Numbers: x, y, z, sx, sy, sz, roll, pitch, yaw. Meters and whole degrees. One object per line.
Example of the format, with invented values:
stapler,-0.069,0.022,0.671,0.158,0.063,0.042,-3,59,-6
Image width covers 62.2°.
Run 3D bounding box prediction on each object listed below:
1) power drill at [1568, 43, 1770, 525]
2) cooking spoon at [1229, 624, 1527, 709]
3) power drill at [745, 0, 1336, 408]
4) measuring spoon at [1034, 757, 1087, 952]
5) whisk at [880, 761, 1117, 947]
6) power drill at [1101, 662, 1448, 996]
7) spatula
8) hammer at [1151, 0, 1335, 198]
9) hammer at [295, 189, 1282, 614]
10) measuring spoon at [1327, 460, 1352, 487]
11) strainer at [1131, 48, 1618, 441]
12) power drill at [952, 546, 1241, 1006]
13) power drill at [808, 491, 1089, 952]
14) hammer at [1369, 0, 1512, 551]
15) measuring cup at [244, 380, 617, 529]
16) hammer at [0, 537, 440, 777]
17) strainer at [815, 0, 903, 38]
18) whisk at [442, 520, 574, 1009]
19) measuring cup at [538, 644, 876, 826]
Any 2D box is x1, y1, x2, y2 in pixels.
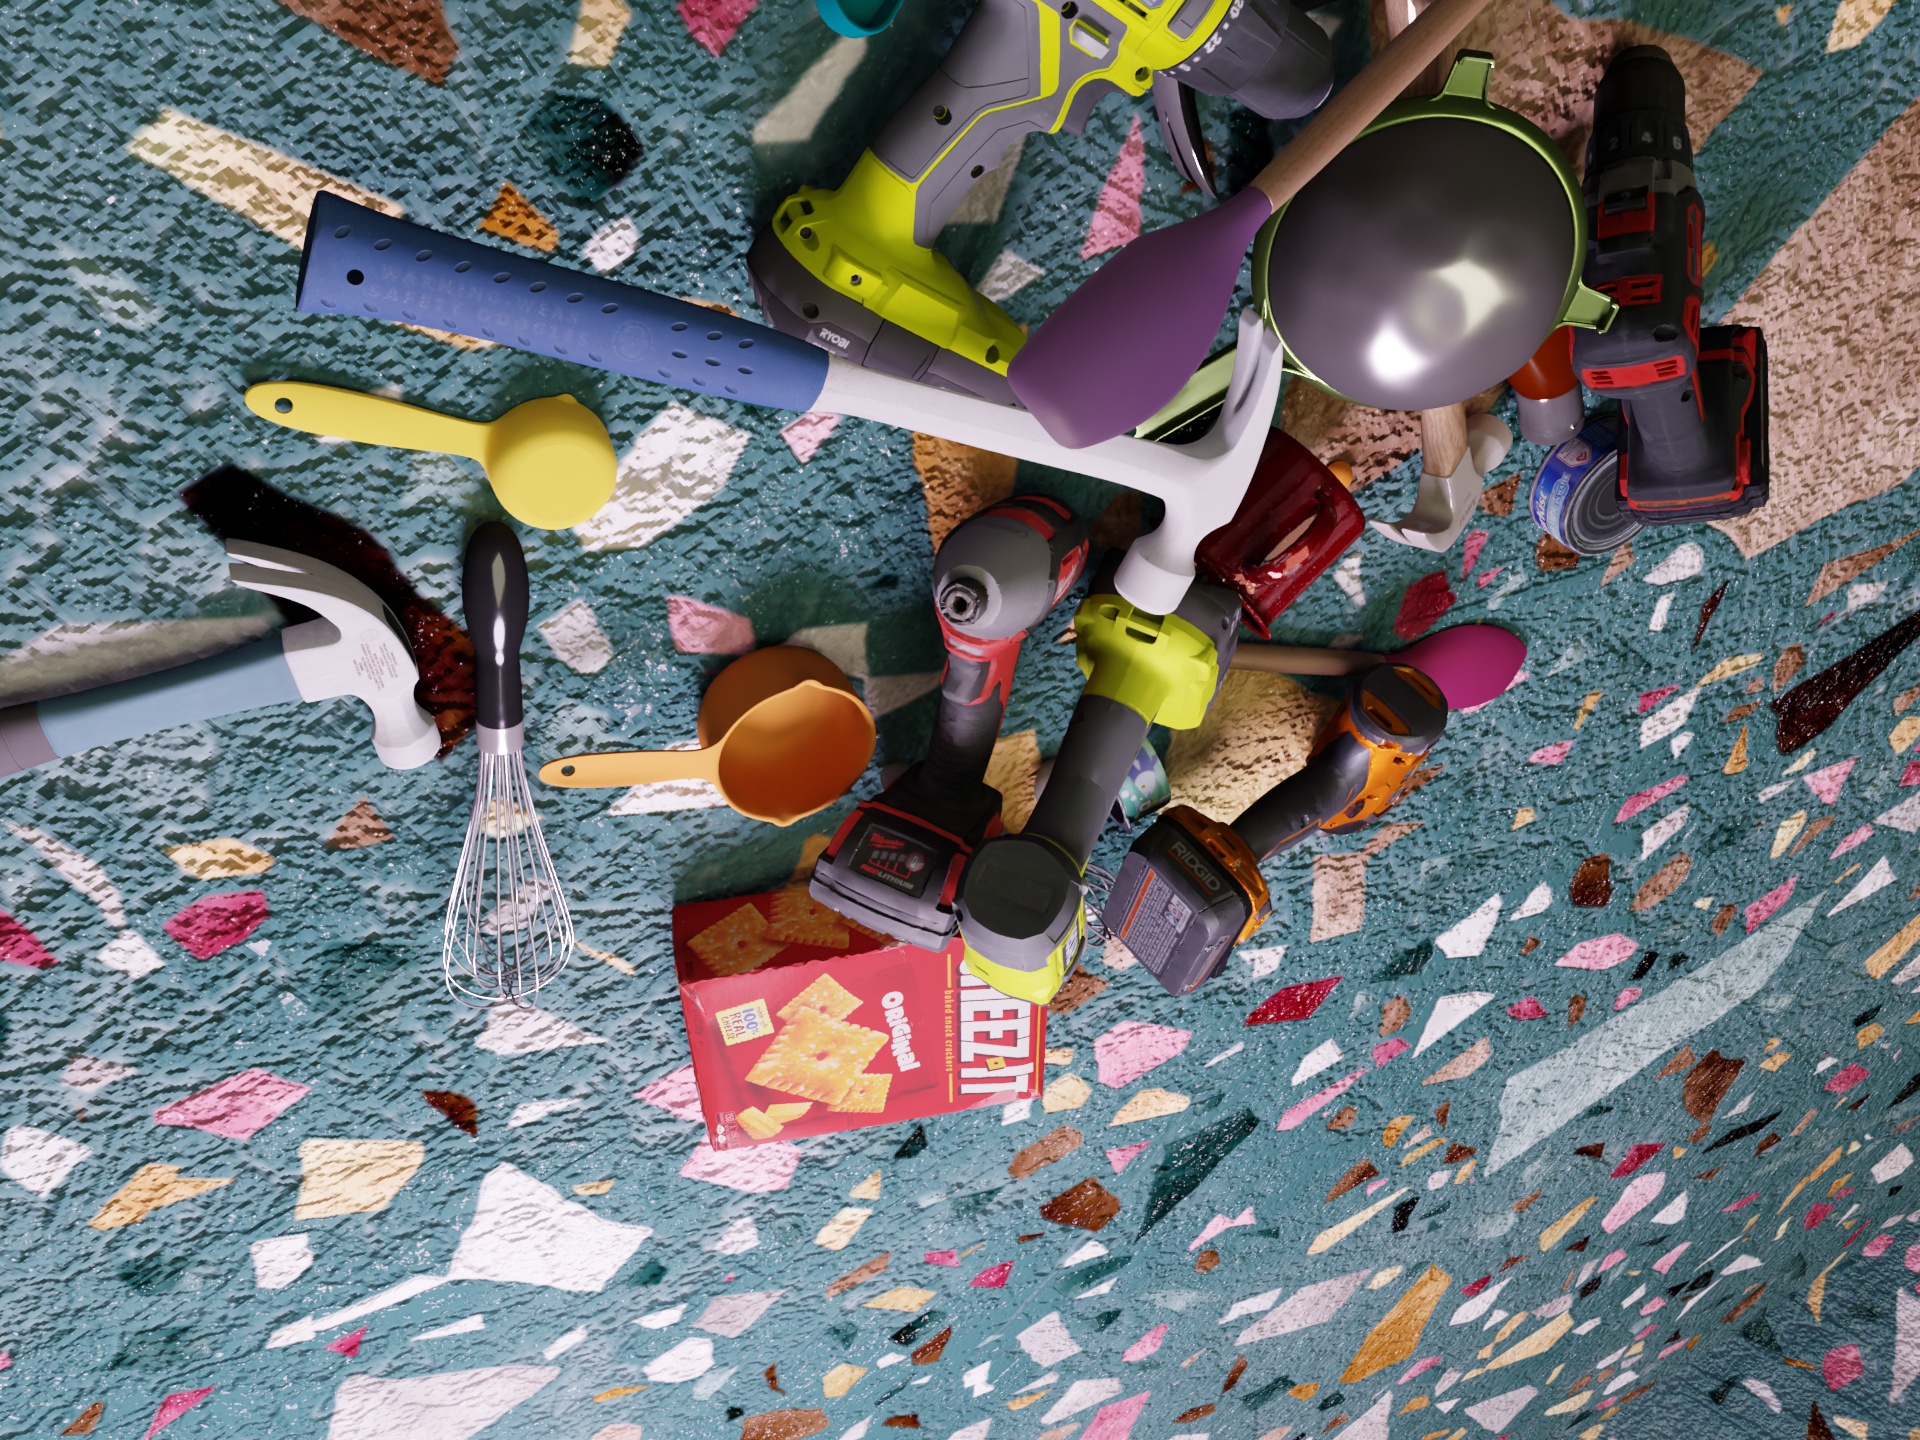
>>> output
power drill,0.376,-0.224,0.850,0.080,0.188,0.226,-3,158,32
cooking spoon,0.248,-0.036,1.013,0.318,0.017,0.068,2,126,-31
power drill,0.033,-0.238,0.663,0.190,0.080,0.228,19,121,-34
measuring spoon,0.069,0.084,0.969,0.034,0.018,0.124,-15,100,-40
whisk,0.032,0.084,0.977,0.055,0.055,0.238,-44,130,11
power drill,0.197,0.072,0.998,0.226,0.084,0.164,-34,158,-24
spatula,0.141,-0.228,0.652,0.316,0.018,0.059,-46,107,-8
hammer,0.237,-0.358,0.728,0.337,0.034,0.127,-25,133,-9
hammer,-0.046,-0.139,0.638,0.405,0.035,0.144,9,124,-29
measuring spoon,0.201,-0.100,0.938,0.021,0.011,0.116,5,124,-32
strainer,0.165,-0.172,0.733,0.256,0.069,0.151,-28,122,24
power drill,0.067,0.038,0.836,0.223,0.080,0.171,-63,166,-17
power drill,-0.001,-0.003,0.808,0.143,0.078,0.219,-44,155,-65
hammer,0.236,-0.215,0.793,0.130,0.031,0.331,-55,144,-27
measuring cup,-0.221,-0.117,0.678,0.156,0.029,0.062,7,123,-35
hammer,-0.404,0.009,0.681,0.331,0.033,0.128,-17,133,-16
strainer,0.069,-0.359,0.508,0.210,0.095,0.340,38,80,-37
whisk,-0.227,0.032,0.785,0.070,0.070,0.284,-8,124,-24
measuring cup,-0.132,0.006,0.817,0.173,0.052,0.095,-4,128,-24
